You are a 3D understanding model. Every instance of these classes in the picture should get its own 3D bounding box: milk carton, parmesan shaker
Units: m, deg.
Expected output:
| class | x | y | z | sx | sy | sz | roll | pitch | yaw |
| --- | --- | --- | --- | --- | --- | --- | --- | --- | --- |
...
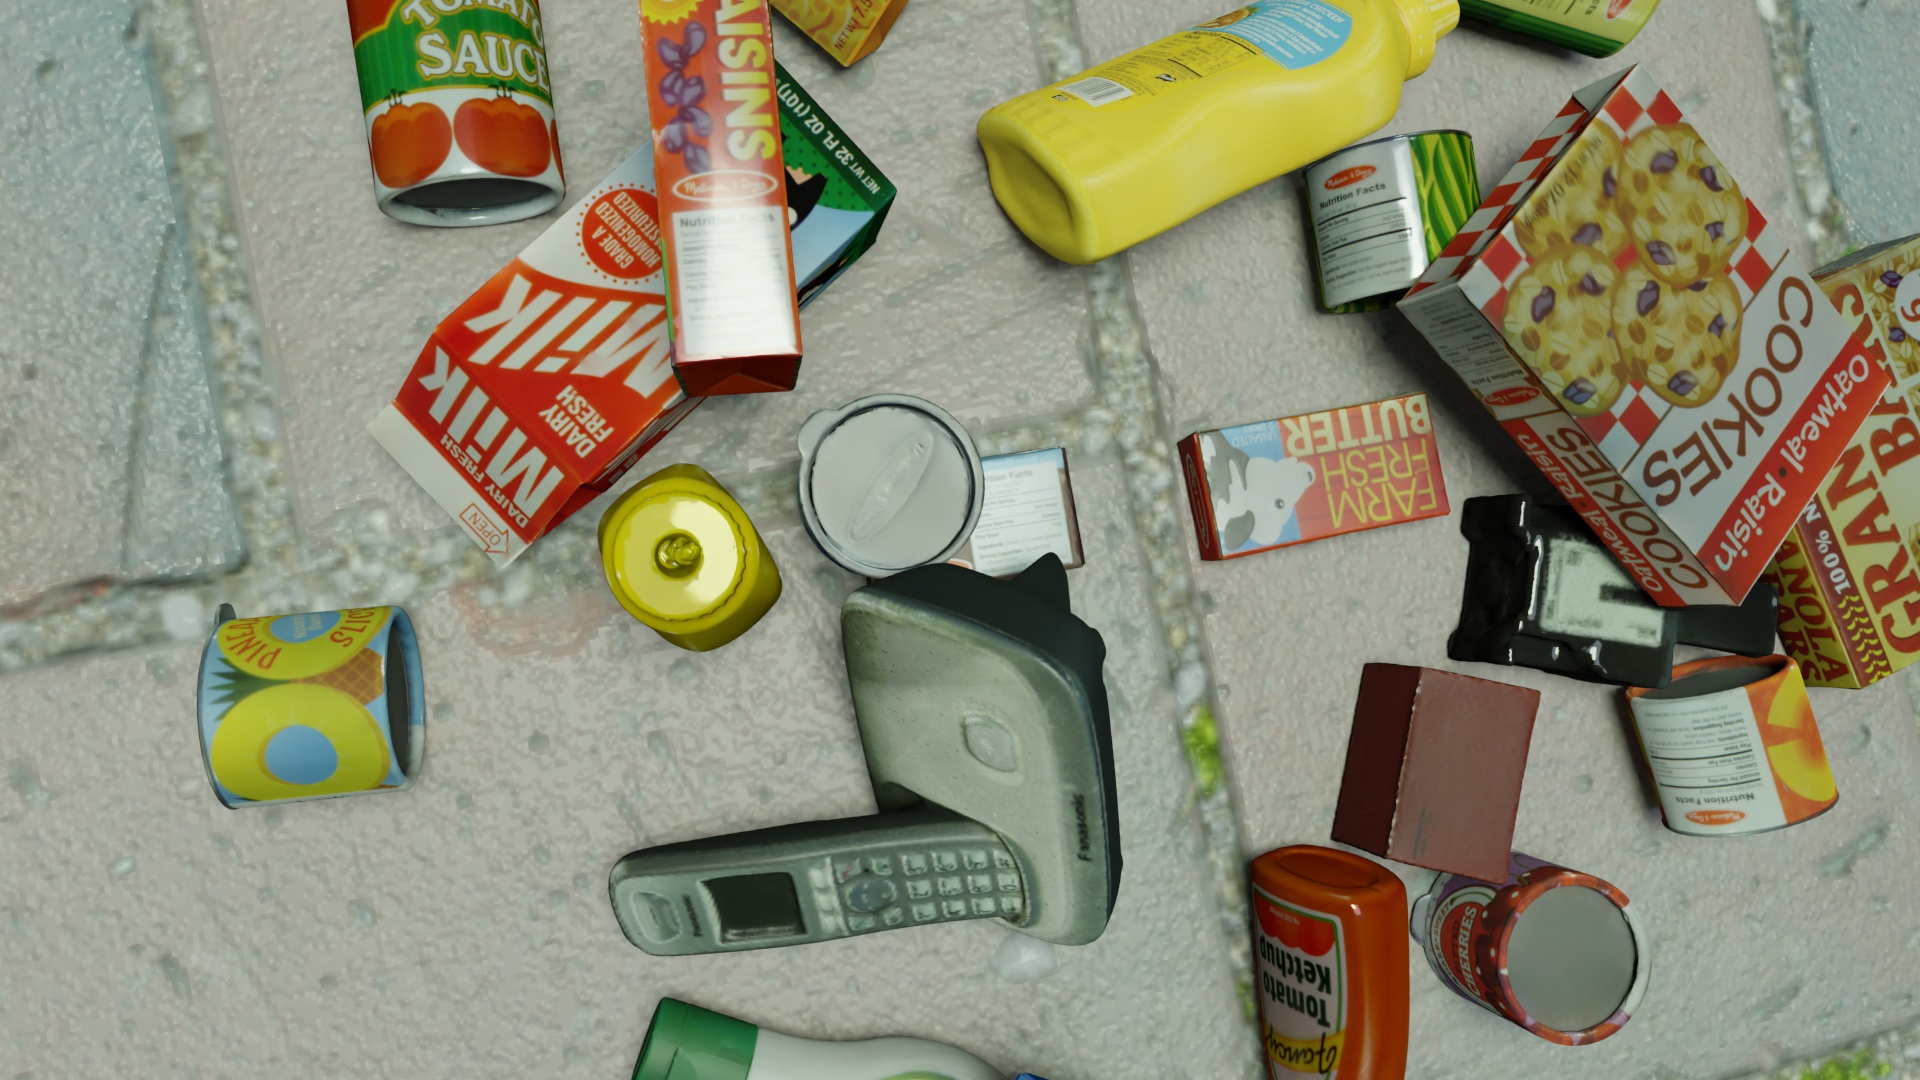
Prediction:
| class | x | y | z | sx | sy | sz | roll | pitch | yaw |
| --- | --- | --- | --- | --- | --- | --- | --- | --- | --- |
| milk carton | -0.118 | -0.080 | 0.502 | 0.191 | 0.073 | 0.072 | -44 | 95 | -8 |
| parmesan shaker | 0.230 | -0.248 | 0.570 | 0.103 | 0.071 | 0.071 | 13 | 86 | -8 |

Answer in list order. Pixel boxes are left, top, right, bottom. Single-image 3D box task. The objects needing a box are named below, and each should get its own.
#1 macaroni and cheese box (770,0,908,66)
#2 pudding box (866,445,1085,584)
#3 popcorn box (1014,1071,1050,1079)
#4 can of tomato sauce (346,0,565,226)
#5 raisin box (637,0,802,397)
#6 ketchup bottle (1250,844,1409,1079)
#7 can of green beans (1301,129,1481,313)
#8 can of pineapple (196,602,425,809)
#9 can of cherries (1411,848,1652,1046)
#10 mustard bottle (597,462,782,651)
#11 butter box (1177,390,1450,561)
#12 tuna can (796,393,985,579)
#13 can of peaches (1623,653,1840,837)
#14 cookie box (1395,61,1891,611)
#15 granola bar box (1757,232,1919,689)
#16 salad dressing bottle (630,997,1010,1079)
| class | x | y | z | sx | sy | sz | roll | pitch | yaw |
| --- | --- | --- | --- | --- | --- | --- | --- | --- | --- |
| macaroni and cheese box | -0.069 | -0.276 | 0.501 | 0.166 | 0.040 | 0.123 | 39 | 127 | -5 |
| pudding box | 0.002 | -0.007 | 0.540 | 0.084 | 0.030 | 0.049 | -10 | 90 | -10 |
| popcorn box | 0.042 | 0.245 | 0.495 | 0.126 | 0.038 | 0.085 | 40 | 79 | -47 |
| can of tomato sauce | -0.179 | -0.162 | 0.497 | 0.071 | 0.071 | 0.083 | -9 | 90 | -10 |
| raisin box | -0.073 | -0.110 | 0.428 | 0.040 | 0.086 | 0.123 | -6 | 89 | -8 |
| ketchup bottle | 0.145 | 0.198 | 0.540 | 0.044 | 0.064 | 0.148 | -7 | 97 | -28 |
| can of green beans | 0.175 | -0.126 | 0.556 | 0.071 | 0.071 | 0.058 | -9 | 90 | -10 |
| can of pineapple | -0.222 | 0.055 | 0.481 | 0.058 | 0.071 | 0.071 | -5 | 88 | -10 |
| can of cherries | 0.227 | 0.161 | 0.555 | 0.071 | 0.058 | 0.071 | 0 | 88 | -10 |
| mustard bottle | -0.091 | 0.005 | 0.458 | 0.049 | 0.160 | 0.065 | -37 | 93 | -7 |
| butter box | 0.145 | -0.026 | 0.568 | 0.104 | 0.024 | 0.053 | -11 | 89 | -10 |
| tuna can | -0.028 | -0.020 | 0.502 | 0.071 | 0.033 | 0.071 | 0 | 87 | -9 |
| can of peaches | 0.316 | 0.082 | 0.572 | 0.071 | 0.071 | 0.058 | -18 | 90 | -10 |
| cookie box | 0.262 | -0.074 | 0.528 | 0.167 | 0.040 | 0.123 | 45 | 75 | -11 |
| granola bar box | 0.395 | -0.036 | 0.602 | 0.124 | 0.039 | 0.165 | -24 | 91 | -9 |
| salad dressing bottle | -0.047 | 0.209 | 0.515 | 0.148 | 0.044 | 0.064 | 20 | 87 | -8 |
